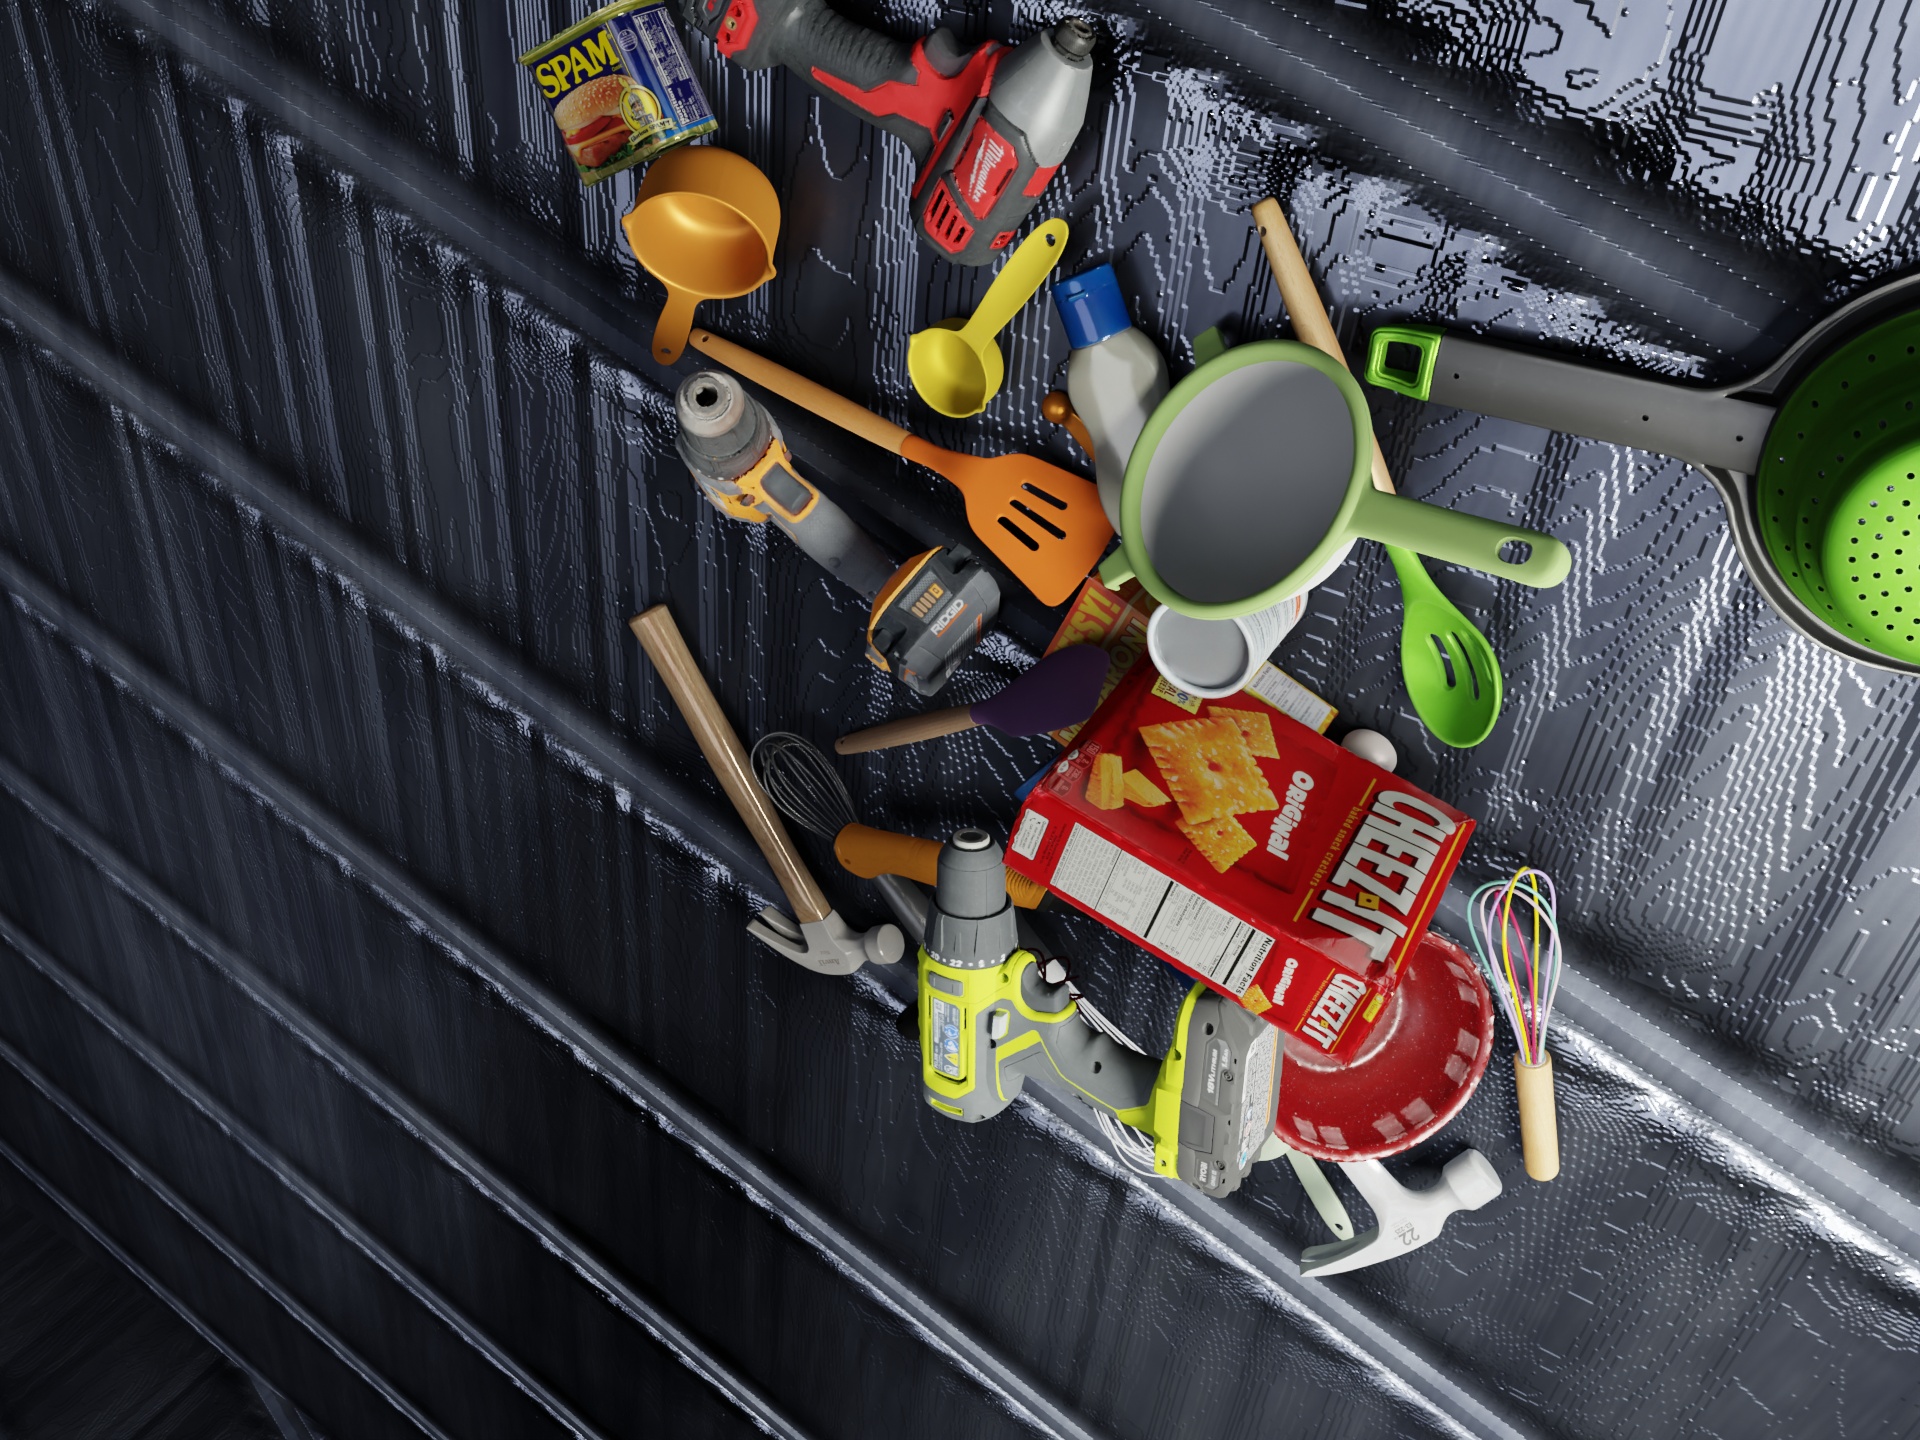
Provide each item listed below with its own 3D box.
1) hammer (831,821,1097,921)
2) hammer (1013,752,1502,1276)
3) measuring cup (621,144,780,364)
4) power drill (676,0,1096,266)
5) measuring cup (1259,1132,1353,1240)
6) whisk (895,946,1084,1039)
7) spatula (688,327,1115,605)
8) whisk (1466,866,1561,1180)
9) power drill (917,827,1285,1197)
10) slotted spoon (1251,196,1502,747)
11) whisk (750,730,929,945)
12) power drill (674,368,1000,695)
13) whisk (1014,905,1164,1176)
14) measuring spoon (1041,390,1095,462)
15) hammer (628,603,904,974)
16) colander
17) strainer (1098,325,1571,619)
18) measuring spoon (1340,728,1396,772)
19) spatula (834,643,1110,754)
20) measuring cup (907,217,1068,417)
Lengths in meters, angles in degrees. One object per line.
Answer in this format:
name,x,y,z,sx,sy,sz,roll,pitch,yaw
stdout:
hammer,0.037,0.105,1.052,0.337,0.034,0.127,9,139,41
hammer,0.175,0.195,1.069,0.144,0.035,0.405,-40,88,17
measuring cup,-0.167,-0.290,1.001,0.095,0.052,0.173,16,154,-15
power drill,-0.032,-0.362,0.846,0.219,0.078,0.143,42,135,0
measuring cup,0.229,0.313,1.130,0.083,0.038,0.167,-26,100,43
whisk,0.011,0.211,1.163,0.073,0.073,0.296,50,154,-3
spatula,-0.049,-0.178,0.999,0.323,0.081,0.041,31,173,25
whisk,0.343,0.191,0.965,0.051,0.047,0.244,-8,120,13
power drill,0.074,0.175,0.959,0.229,0.080,0.190,14,116,29
slotted spoon,0.222,-0.130,0.850,0.070,0.031,0.313,0,119,63
whisk,-0.072,0.103,1.201,0.055,0.055,0.239,-30,103,43
power drill,-0.083,-0.122,0.983,0.226,0.084,0.185,41,175,5
whisk,0.084,0.211,1.160,0.070,0.070,0.284,-35,91,44
measuring spoon,0.090,-0.149,0.942,0.117,0.011,0.021,46,134,0
hammer,-0.168,0.059,1.250,0.130,0.031,0.331,-15,109,40
colander,0.364,-0.113,0.714,0.397,0.094,0.204,19,128,24
strainer,0.196,-0.102,0.802,0.257,0.069,0.151,25,95,44
measuring spoon,0.219,0.047,0.977,0.034,0.018,0.124,44,135,2
spatula,-0.002,-0.003,1.049,0.018,0.060,0.316,29,157,-26
measuring cup,0.023,-0.236,0.914,0.062,0.029,0.156,45,138,-1
